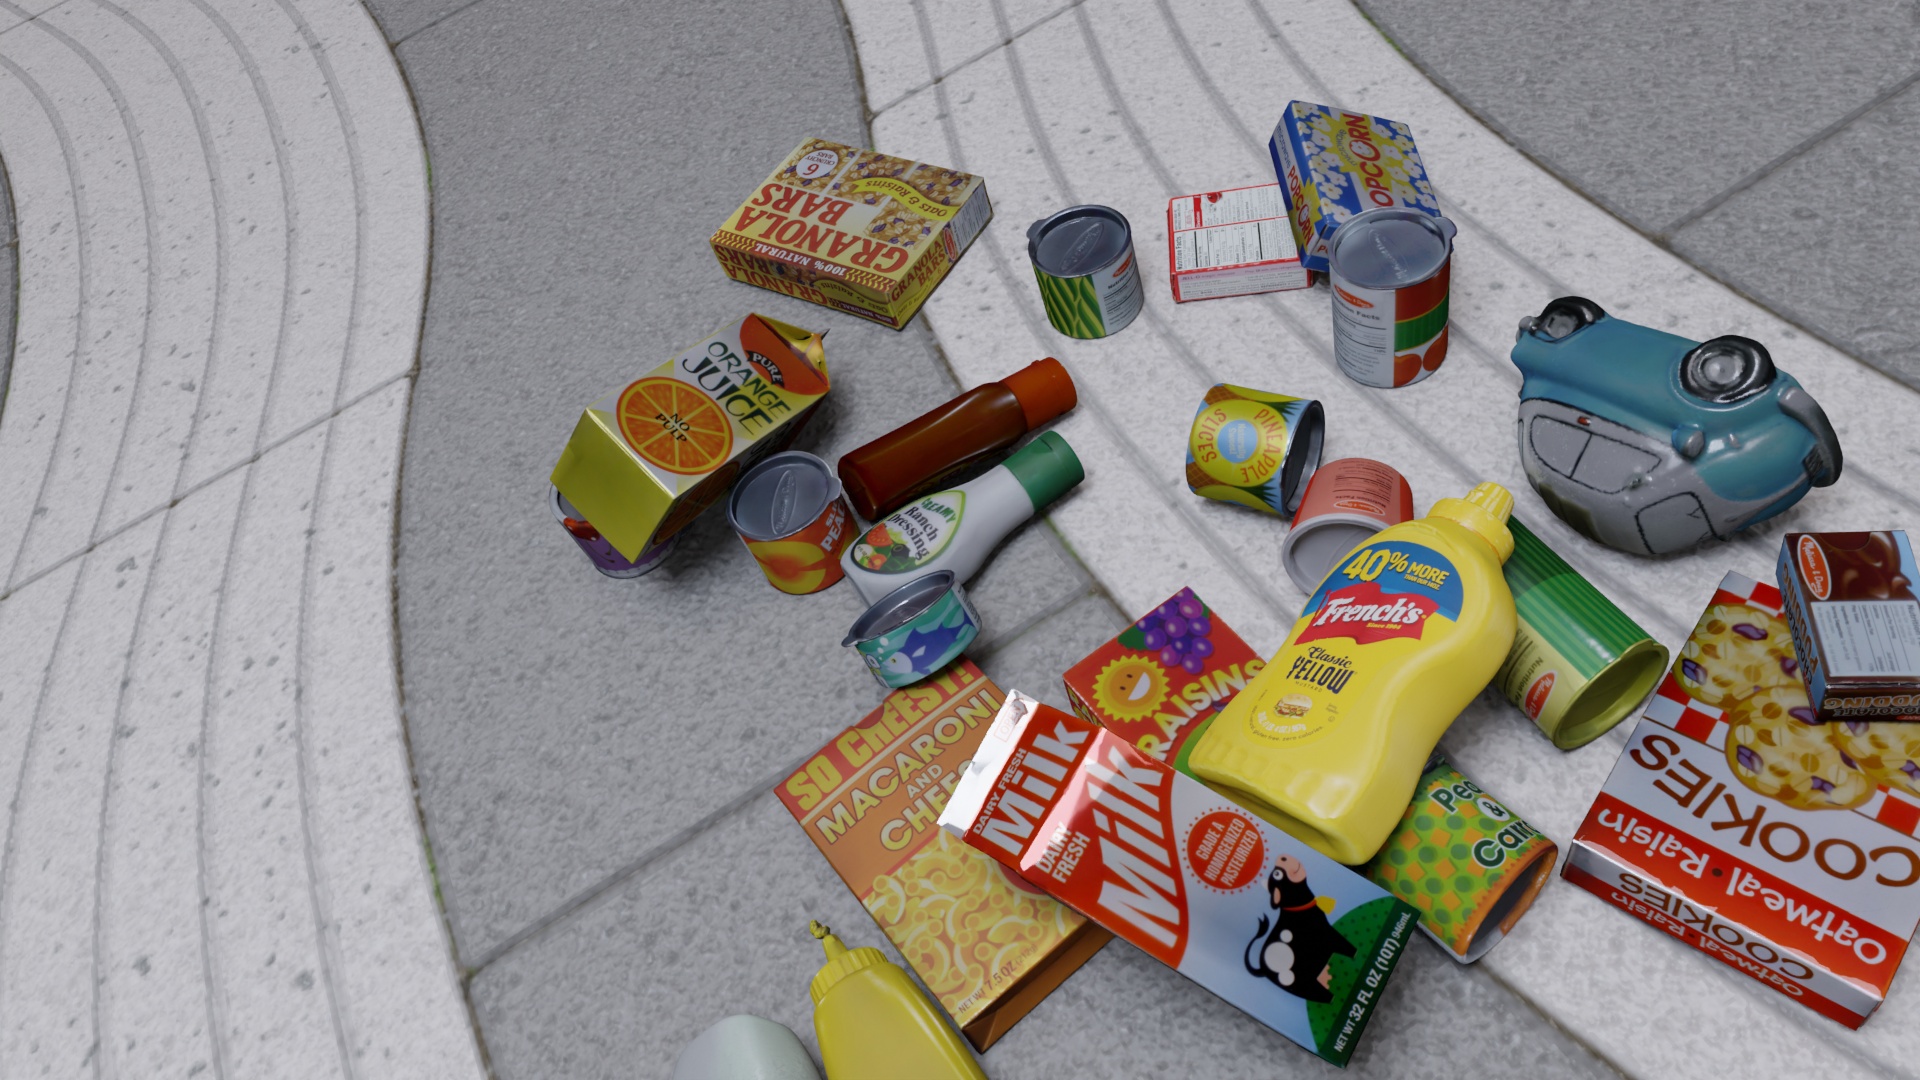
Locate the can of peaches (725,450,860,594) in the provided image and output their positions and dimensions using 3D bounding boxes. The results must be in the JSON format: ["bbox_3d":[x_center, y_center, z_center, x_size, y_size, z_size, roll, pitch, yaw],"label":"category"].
[{"bbox_3d":[-0.096,-0.010,0.828,0.071,0.057,0.071,-9,51,11],"label":"can of peaches"}]

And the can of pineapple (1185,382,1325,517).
[{"bbox_3d":[0.163,-0.051,0.770,0.058,0.070,0.071,15,59,28],"label":"can of pineapple"}]

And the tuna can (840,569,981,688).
[{"bbox_3d":[-0.026,0.048,0.737,0.071,0.032,0.071,-29,14,8],"label":"tuna can"}]

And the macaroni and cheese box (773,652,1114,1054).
[{"bbox_3d":[0.003,0.145,0.689,0.124,0.040,0.167,-38,52,-13],"label":"macaroni and cheese box"}]

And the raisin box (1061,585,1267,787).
[{"bbox_3d":[0.121,0.092,0.693,0.086,0.040,0.124,-35,53,-9],"label":"raisin box"}]

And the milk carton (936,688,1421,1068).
[{"bbox_3d":[0.088,0.140,0.597,0.191,0.073,0.072,29,78,10],"label":"milk carton"}]

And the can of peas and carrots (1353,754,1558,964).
[{"bbox_3d":[0.217,0.139,0.607,0.071,0.070,0.059,-40,53,-14],"label":"can of peas and carrots"}]

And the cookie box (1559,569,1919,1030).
[{"bbox_3d":[0.361,0.106,0.606,0.123,0.040,0.168,27,64,32],"label":"cookie box"}]

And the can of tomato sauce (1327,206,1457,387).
[{"bbox_3d":[0.249,-0.140,0.802,0.071,0.082,0.071,-9,52,11],"label":"can of tomato sauce"}]

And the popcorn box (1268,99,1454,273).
[{"bbox_3d":[0.248,-0.218,0.869,0.085,0.038,0.127,8,51,-13],"label":"popcorn box"}]

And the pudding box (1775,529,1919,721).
[{"bbox_3d":[0.392,0.036,0.605,0.049,0.030,0.084,-3,51,17],"label":"pudding box"}]

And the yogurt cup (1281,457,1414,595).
[{"bbox_3d":[0.206,-0.006,0.727,0.072,0.072,0.054,5,47,21],"label":"yogurt cup"}]

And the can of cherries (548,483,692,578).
[{"bbox_3d":[-0.213,-0.020,0.872,0.071,0.058,0.072,-9,52,12],"label":"can of cherries"}]

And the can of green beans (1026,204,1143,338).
[{"bbox_3d":[0.082,-0.173,0.896,0.071,0.057,0.071,-9,52,11],"label":"can of green beans"}]

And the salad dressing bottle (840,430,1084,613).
[{"bbox_3d":[0.003,-0.010,0.805,0.148,0.043,0.064,-34,42,-10],"label":"salad dressing bottle"}]

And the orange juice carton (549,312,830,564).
[{"bbox_3d":[-0.149,-0.074,0.846,0.073,0.071,0.194,44,43,2],"label":"orange juice carton"}]

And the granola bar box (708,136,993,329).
[{"bbox_3d":[-0.078,-0.224,0.999,0.166,0.039,0.125,21,62,30],"label":"granola bar box"}]

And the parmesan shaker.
[{"bbox_3d":[0.275,0.038,0.665,0.071,0.071,0.103,-30,50,-6],"label":"parmesan shaker"}]

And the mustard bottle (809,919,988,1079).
[{"bbox_3d":[-0.029,0.234,0.625,0.065,0.048,0.161,-32,50,-6],"label":"mustard bottle"}]

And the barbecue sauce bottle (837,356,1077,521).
[{"bbox_3d":[0.000,-0.064,0.841,0.149,0.065,0.043,-29,94,-14],"label":"barbecue sauce bottle"}]
